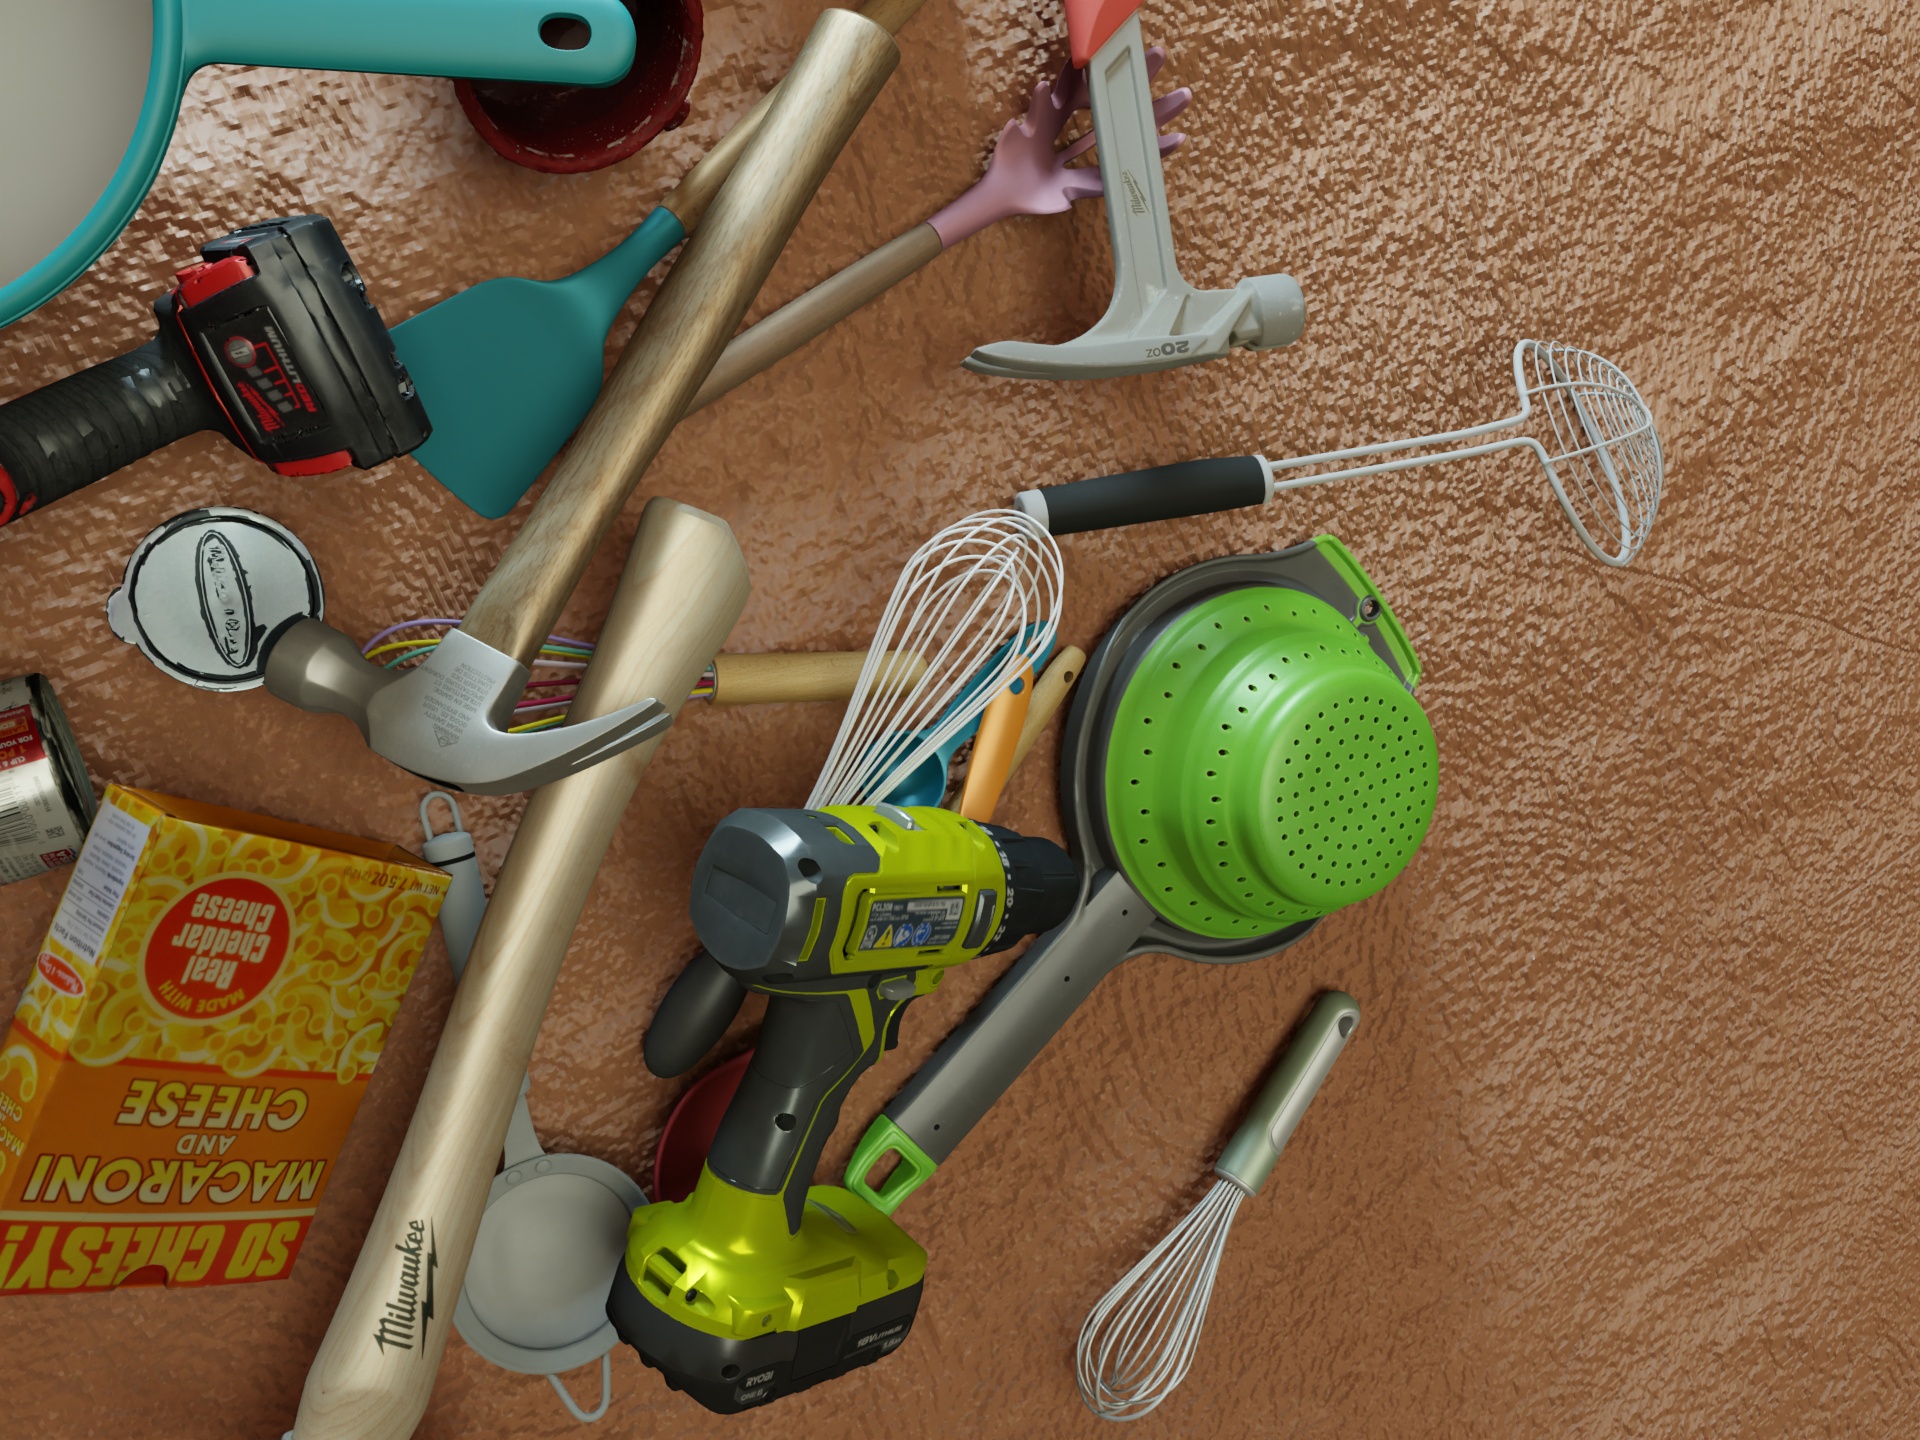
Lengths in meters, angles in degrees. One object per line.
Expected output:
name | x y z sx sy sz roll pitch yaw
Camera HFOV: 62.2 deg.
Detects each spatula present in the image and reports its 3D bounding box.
spatula | -0.105 -0.218 0.645 0.082 0.044 0.317 48 71 -23

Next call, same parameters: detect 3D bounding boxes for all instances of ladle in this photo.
ladle | -0.035 0.091 0.713 0.069 0.031 0.315 45 75 -34

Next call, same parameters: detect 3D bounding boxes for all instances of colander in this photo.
colander | 0.102 0.083 0.738 0.397 0.094 0.204 -47 115 -13

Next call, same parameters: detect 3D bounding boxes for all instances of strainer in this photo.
strainer | -0.181 0.153 0.643 0.087 0.050 0.258 -14 97 -24
strainer | -0.276 -0.214 0.498 0.340 0.095 0.211 -2 98 -12

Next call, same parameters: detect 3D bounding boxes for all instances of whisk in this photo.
whisk | -0.051 0.033 0.666 0.070 0.070 0.284 32 96 -25
whisk | 0.135 0.240 0.804 0.246 0.059 0.057 -54 127 -16
whisk | -0.123 -0.012 0.650 0.245 0.047 0.051 -3 111 -29

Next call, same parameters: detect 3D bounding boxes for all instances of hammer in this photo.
hammer | -0.180 0.109 0.587 0.146 0.038 0.411 22 84 -31
hammer | -0.111 -0.123 0.586 0.130 0.031 0.331 27 79 7
hammer | 0.048 -0.325 0.668 0.149 0.037 0.359 -9 91 -14

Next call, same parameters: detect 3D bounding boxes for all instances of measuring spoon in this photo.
measuring spoon | -0.001 -0.002 0.728 0.128 0.021 0.042 -45 108 -24
measuring spoon | 0.013 0.026 0.714 0.021 0.011 0.117 20 83 -26

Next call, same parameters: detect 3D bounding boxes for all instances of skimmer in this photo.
skimmer | 0.195 -0.117 0.794 0.363 0.090 0.127 -11 77 -14

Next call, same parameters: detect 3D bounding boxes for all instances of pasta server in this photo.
pasta server | -0.031 -0.194 0.674 0.316 0.040 0.060 -37 97 -16

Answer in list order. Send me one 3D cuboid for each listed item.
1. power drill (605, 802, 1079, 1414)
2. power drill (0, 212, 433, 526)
power drill | -0.041 0.142 0.640 0.190 0.080 0.228 6 105 -51
power drill | -0.292 -0.083 0.503 0.219 0.143 0.078 -32 118 -21
